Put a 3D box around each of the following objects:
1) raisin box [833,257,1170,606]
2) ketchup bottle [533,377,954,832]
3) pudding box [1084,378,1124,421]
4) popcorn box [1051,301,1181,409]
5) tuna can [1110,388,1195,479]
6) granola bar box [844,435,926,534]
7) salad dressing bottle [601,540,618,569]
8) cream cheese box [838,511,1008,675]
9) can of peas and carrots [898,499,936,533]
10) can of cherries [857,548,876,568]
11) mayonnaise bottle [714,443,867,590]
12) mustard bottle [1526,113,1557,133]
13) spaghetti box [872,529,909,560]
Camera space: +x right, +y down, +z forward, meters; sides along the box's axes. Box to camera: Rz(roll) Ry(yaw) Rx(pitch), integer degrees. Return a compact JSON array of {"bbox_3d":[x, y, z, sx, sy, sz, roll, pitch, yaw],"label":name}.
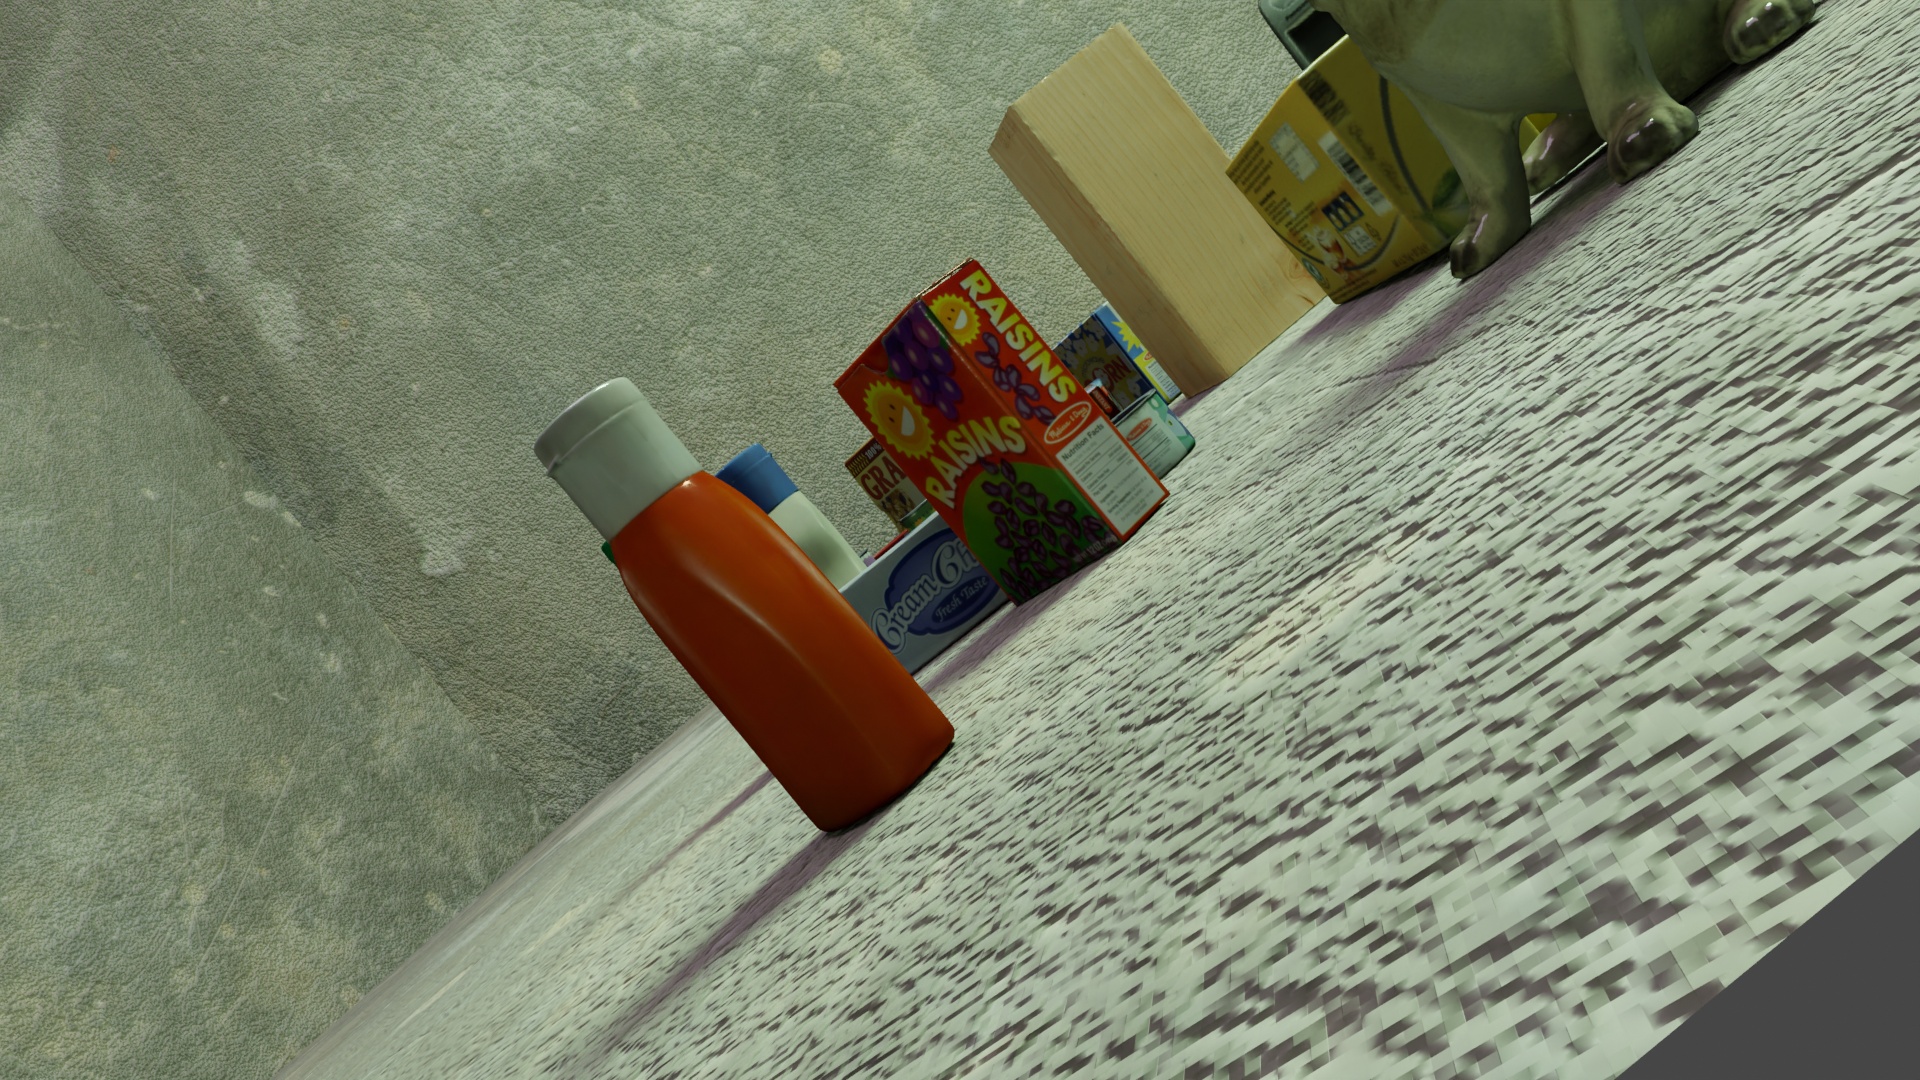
[{"bbox_3d":[0.014,-0.041,0.566,0.040,0.123,0.085,-41,3,-33],"label":"raisin box"},{"bbox_3d":[-0.069,0.019,0.422,0.044,0.149,0.064,-41,3,-38],"label":"ketchup bottle"},{"bbox_3d":[0.086,-0.068,0.825,0.030,0.049,0.084,-39,3,10],"label":"pudding box"},{"bbox_3d":[0.111,-0.124,1.039,0.038,0.085,0.126,-41,3,-24],"label":"popcorn box"},{"bbox_3d":[0.075,-0.038,0.654,0.071,0.033,0.071,-39,3,2],"label":"tuna can"},{"bbox_3d":[-0.014,-0.050,1.107,0.039,0.124,0.165,-41,3,-31],"label":"granola bar box"},{"bbox_3d":[-0.126,0.049,0.723,0.044,0.147,0.064,-39,2,9],"label":"salad dressing bottle"},{"bbox_3d":[-0.006,0.015,0.645,0.103,0.053,0.024,-39,2,20],"label":"cream cheese box"},{"bbox_3d":[0.003,-0.012,0.919,0.071,0.058,0.071,-39,2,2],"label":"can of peas and carrots"},{"bbox_3d":[-0.071,0.048,0.953,0.071,0.058,0.071,-39,2,2],"label":"can of cherries"},{"bbox_3d":[-0.086,0.010,0.822,0.041,0.148,0.064,-40,2,-7],"label":"mayonnaise bottle"},{"bbox_3d":[0.259,-0.277,0.735,0.049,0.160,0.065,-40,2,-15],"label":"mustard bottle"},{"bbox_3d":[-0.059,0.037,1.058,0.029,0.050,0.249,-42,3,-42],"label":"spaghetti box"}]
